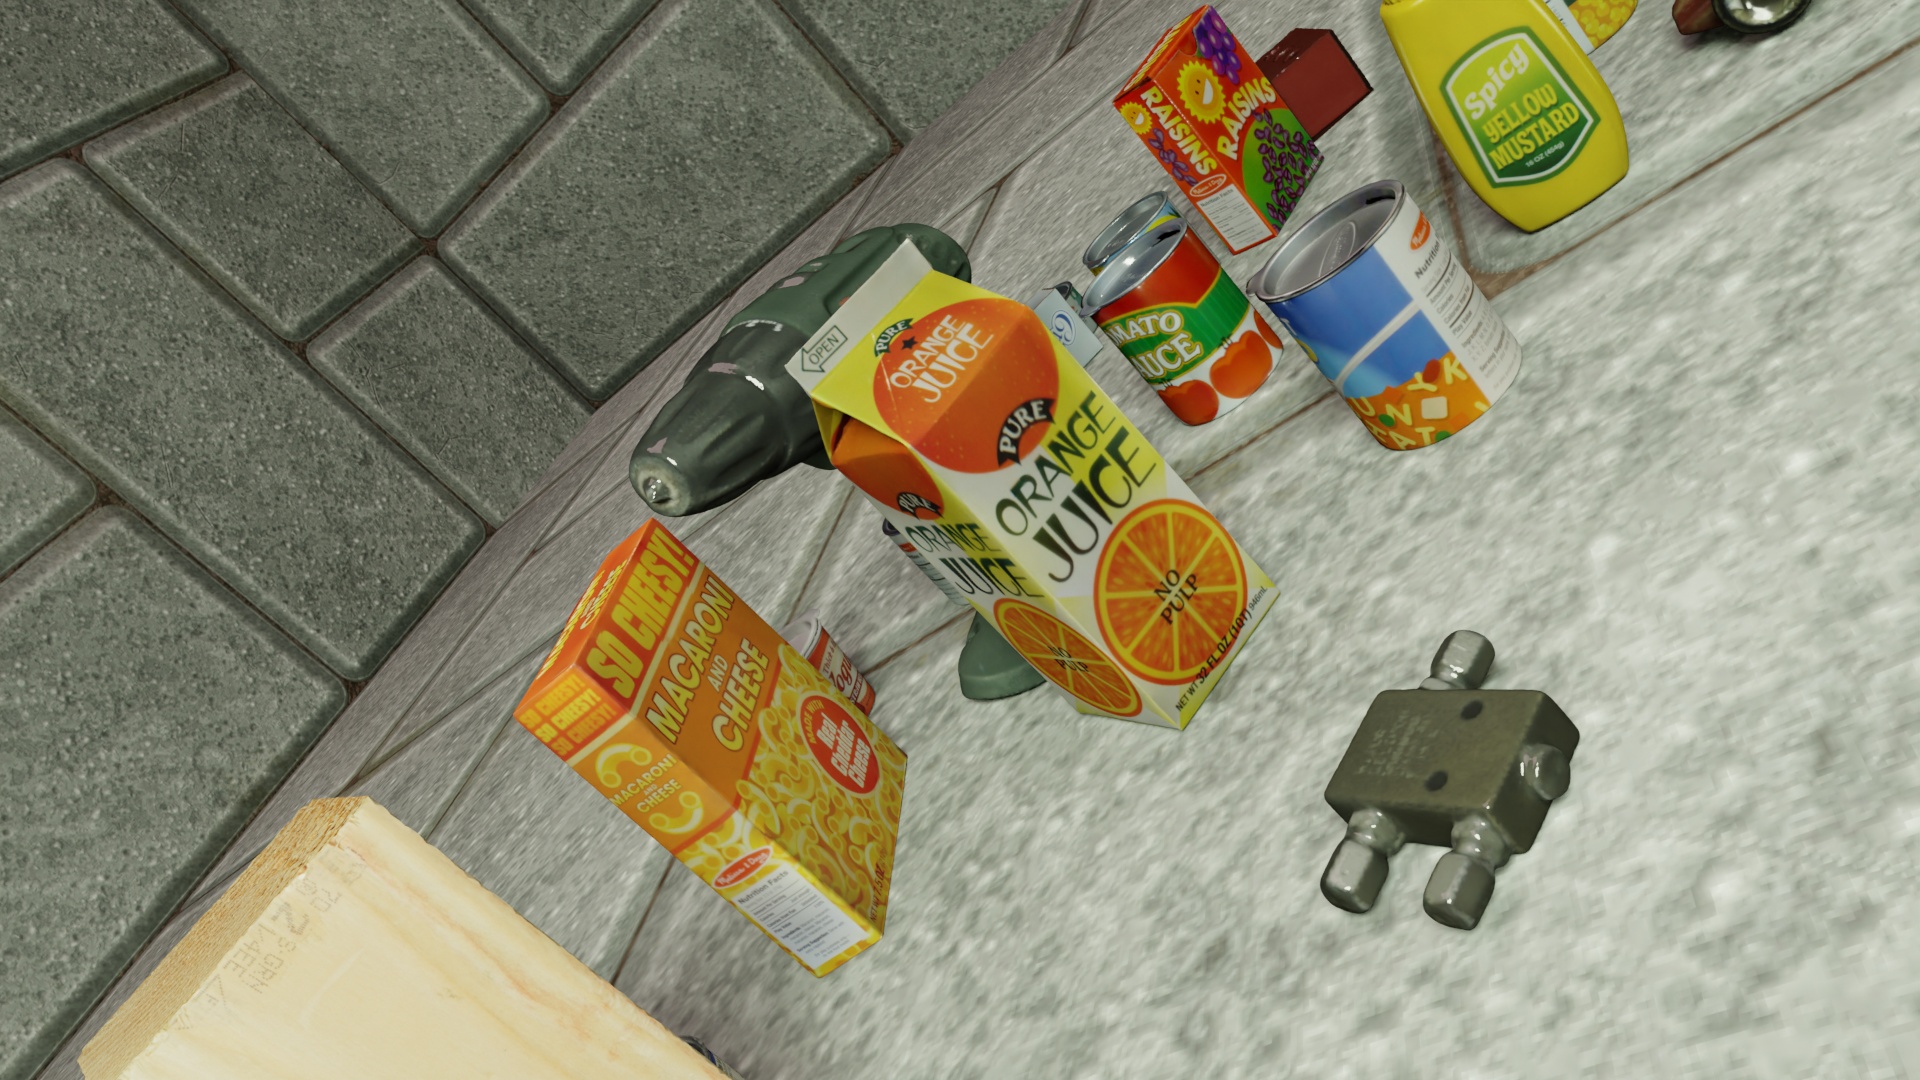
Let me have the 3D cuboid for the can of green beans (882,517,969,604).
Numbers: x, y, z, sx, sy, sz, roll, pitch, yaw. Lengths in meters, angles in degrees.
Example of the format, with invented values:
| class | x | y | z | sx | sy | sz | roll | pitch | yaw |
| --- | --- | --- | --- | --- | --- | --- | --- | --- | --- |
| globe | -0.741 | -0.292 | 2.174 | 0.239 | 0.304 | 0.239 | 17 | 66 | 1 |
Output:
| class | x | y | z | sx | sy | sz | roll | pitch | yaw |
| --- | --- | --- | --- | --- | --- | --- | --- | --- | --- |
| can of green beans | 0.001 | -0.008 | 0.750 | 0.071 | 0.057 | 0.071 | -38 | 19 | 16 |

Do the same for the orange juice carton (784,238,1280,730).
| class | x | y | z | sx | sy | sz | roll | pitch | yaw |
| --- | --- | --- | --- | --- | --- | --- | --- | --- | --- |
| orange juice carton | 0.023 | -0.019 | 0.519 | 0.072 | 0.192 | 0.073 | -51 | 19 | -19 |

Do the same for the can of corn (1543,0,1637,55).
| class | x | y | z | sx | sy | sz | roll | pitch | yaw |
| --- | --- | --- | --- | --- | --- | --- | --- | --- | --- |
| can of corn | 0.305 | -0.284 | 0.717 | 0.071 | 0.058 | 0.071 | -38 | 19 | 16 |

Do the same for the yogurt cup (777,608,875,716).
| class | x | y | z | sx | sy | sz | roll | pitch | yaw |
| --- | --- | --- | --- | --- | --- | --- | --- | --- | --- |
| yogurt cup | -0.083 | 0.082 | 0.737 | 0.072 | 0.054 | 0.073 | -38 | 19 | 16 |

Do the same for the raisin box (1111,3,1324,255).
| class | x | y | z | sx | sy | sz | roll | pitch | yaw |
| --- | --- | --- | --- | --- | --- | --- | --- | --- | --- |
| raisin box | 0.158 | -0.249 | 0.842 | 0.040 | 0.123 | 0.086 | -18 | 32 | 53 |

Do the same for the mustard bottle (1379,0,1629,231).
| class | x | y | z | sx | sy | sz | roll | pitch | yaw |
| --- | --- | --- | --- | --- | --- | --- | --- | --- | --- |
| mustard bottle | 0.213 | -0.204 | 0.576 | 0.065 | 0.160 | 0.049 | -34 | 21 | 27 |

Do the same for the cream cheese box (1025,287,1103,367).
| class | x | y | z | sx | sy | sz | roll | pitch | yaw |
| --- | --- | --- | --- | --- | --- | --- | --- | --- | --- |
| cream cheese box | 0.039 | -0.109 | 0.896 | 0.104 | 0.053 | 0.024 | -47 | 19 | -10 |

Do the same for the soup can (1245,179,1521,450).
| class | x | y | z | sx | sy | sz | roll | pitch | yaw |
| --- | --- | --- | --- | --- | --- | --- | --- | --- | --- |
| soup can | 0.164 | -0.085 | 0.541 | 0.071 | 0.083 | 0.071 | -38 | 19 | 16 |

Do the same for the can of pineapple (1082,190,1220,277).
| class | x | y | z | sx | sy | sz | roll | pitch | yaw |
| --- | --- | --- | --- | --- | --- | --- | --- | --- | --- |
| can of pineapple | 0.118 | -0.173 | 0.865 | 0.071 | 0.058 | 0.071 | -38 | 19 | 16 |

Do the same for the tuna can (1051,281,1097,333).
| class | x | y | z | sx | sy | sz | roll | pitch | yaw |
| --- | --- | --- | --- | --- | --- | --- | --- | --- | --- |
| tuna can | 0.061 | -0.145 | 0.963 | 0.071 | 0.033 | 0.071 | -38 | 19 | 16 |

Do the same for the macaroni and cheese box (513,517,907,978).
| class | x | y | z | sx | sy | sz | roll | pitch | yaw |
| --- | --- | --- | --- | --- | --- | --- | --- | --- | --- |
| macaroni and cheese box | -0.096 | 0.084 | 0.584 | 0.040 | 0.166 | 0.124 | -37 | 19 | 19 |

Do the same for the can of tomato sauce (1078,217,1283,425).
| class | x | y | z | sx | sy | sz | roll | pitch | yaw |
| --- | --- | --- | --- | --- | --- | --- | --- | --- | --- |
| can of tomato sauce | 0.111 | -0.108 | 0.700 | 0.071 | 0.083 | 0.071 | -38 | 19 | 16 |
